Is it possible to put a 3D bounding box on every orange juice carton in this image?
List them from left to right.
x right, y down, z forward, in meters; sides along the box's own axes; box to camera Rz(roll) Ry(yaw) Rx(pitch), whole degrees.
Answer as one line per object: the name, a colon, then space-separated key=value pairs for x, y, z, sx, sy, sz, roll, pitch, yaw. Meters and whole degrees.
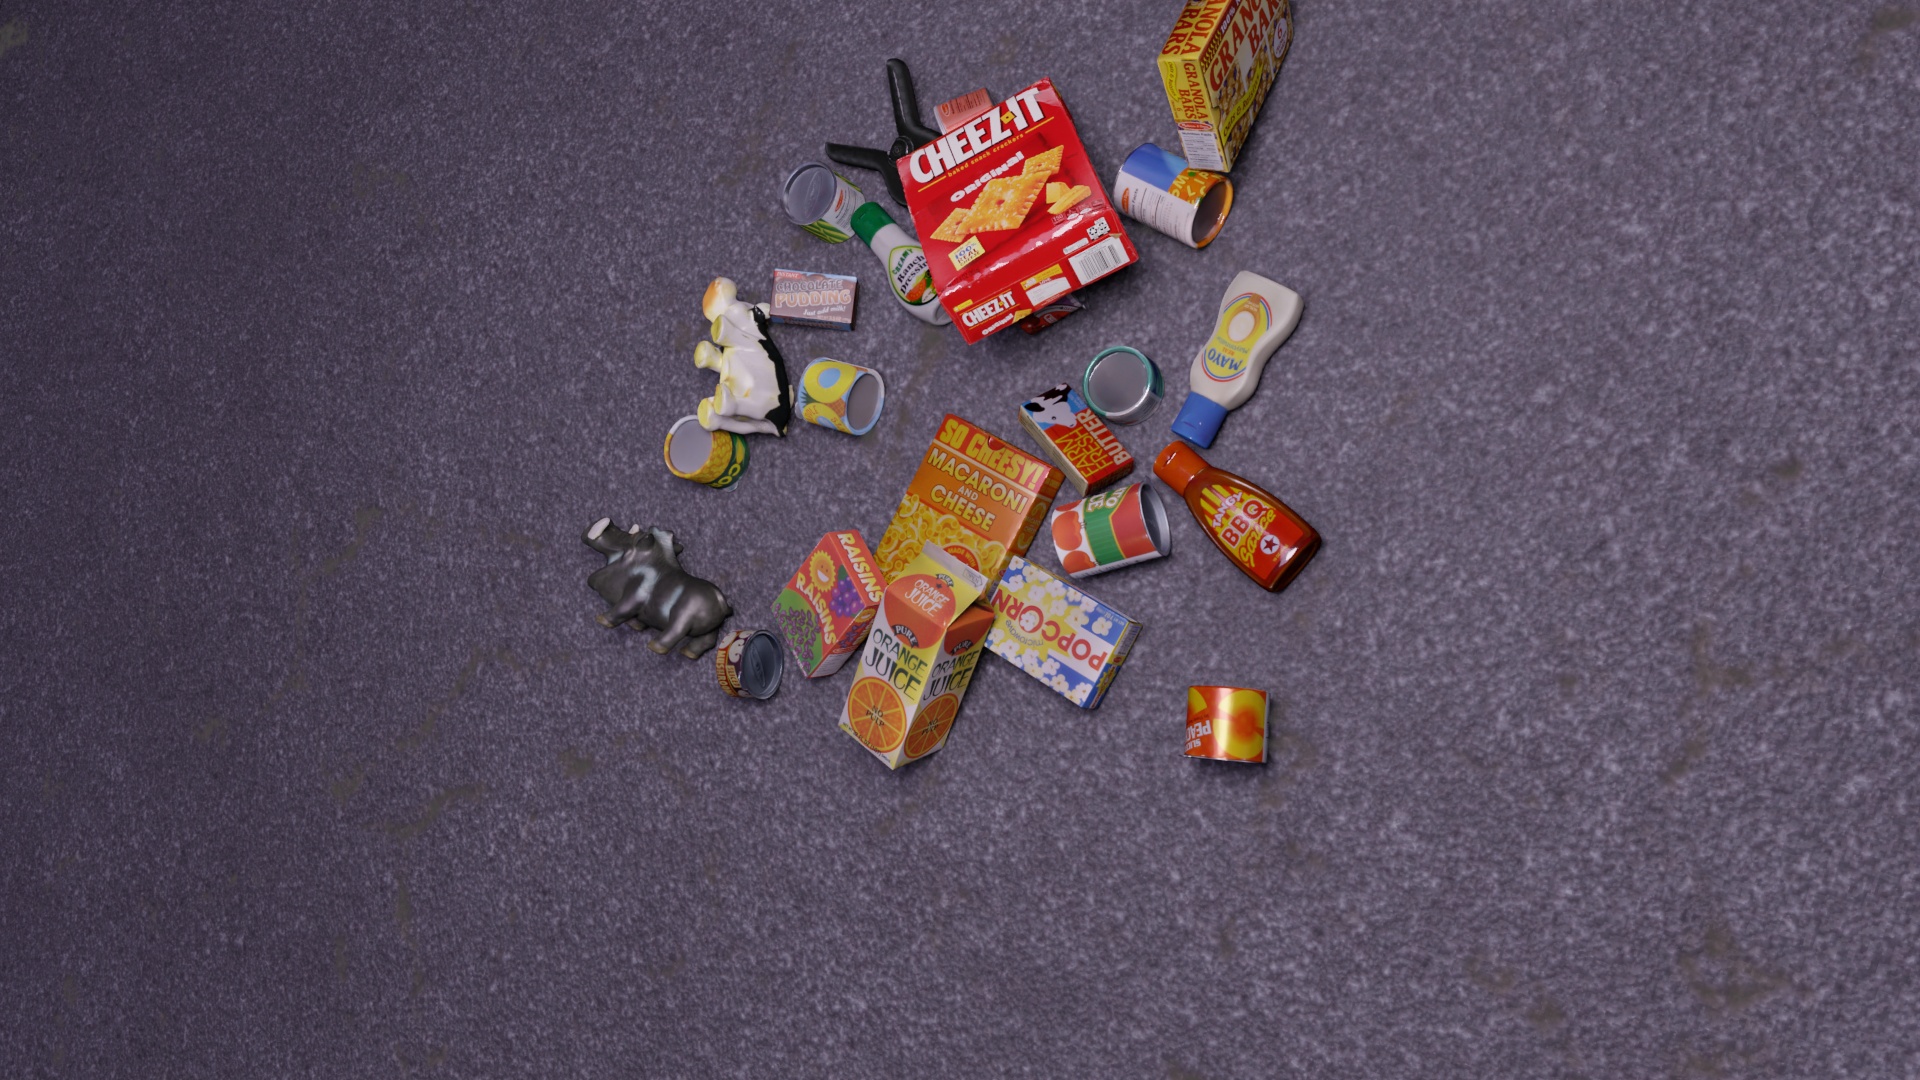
orange juice carton: x=-0.033 y=0.097 z=1.210 sx=0.072 sy=0.073 sz=0.191 roll=34 pitch=118 yaw=28

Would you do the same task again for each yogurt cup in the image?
yogurt cup: x=0.013 y=-0.394 z=1.321 sx=0.054 sy=0.072 sz=0.072 roll=-25 pitch=70 yaw=13

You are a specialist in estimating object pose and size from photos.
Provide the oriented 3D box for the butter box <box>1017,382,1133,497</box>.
butter box: x=0.101 y=-0.089 z=1.224 sx=0.053 sy=0.024 sz=0.104 roll=-29 pitch=63 yaw=-20

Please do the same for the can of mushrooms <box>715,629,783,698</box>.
can of mushrooms: x=-0.203 y=0.119 z=1.330 sx=0.033 sy=0.071 sz=0.071 roll=-2 pitch=80 yaw=29

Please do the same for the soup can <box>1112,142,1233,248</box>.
soup can: x=0.187 y=-0.302 z=1.211 sx=0.084 sy=0.071 sz=0.071 roll=33 pitch=97 yaw=28

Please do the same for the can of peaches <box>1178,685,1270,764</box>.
can of peaches: x=0.211 y=0.147 z=1.109 sx=0.071 sy=0.071 sz=0.058 roll=1 pitch=80 yaw=28

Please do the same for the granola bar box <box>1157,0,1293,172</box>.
granola bar box: x=0.224 y=-0.409 z=1.149 sx=0.039 sy=0.123 sz=0.166 roll=14 pitch=66 yaw=30

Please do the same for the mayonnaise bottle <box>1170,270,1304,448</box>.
mayonnaise bottle: x=0.229 y=-0.150 z=1.173 sx=0.065 sy=0.041 sz=0.148 roll=30 pitch=95 yaw=27

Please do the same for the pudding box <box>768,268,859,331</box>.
pudding box: x=-0.144 y=-0.238 z=1.373 sx=0.084 sy=0.030 sz=0.049 roll=7 pitch=83 yaw=1

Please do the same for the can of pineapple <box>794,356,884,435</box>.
can of pineapple: x=-0.115 y=-0.137 z=1.335 sx=0.058 sy=0.071 sz=0.071 roll=17 pitch=89 yaw=29

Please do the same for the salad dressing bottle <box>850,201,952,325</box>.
salad dressing bottle: x=-0.052 y=-0.270 z=1.341 sx=0.064 sy=0.044 sz=0.148 roll=-46 pitch=63 yaw=12

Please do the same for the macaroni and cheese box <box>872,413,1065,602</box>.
macaroni and cheese box: x=0.005 y=-0.016 z=1.265 sx=0.124 sy=0.040 sz=0.166 roll=30 pitch=95 yaw=28

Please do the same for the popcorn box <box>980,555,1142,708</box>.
popcorn box: x=0.083 y=0.079 z=1.207 sx=0.127 sy=0.038 sz=0.085 roll=30 pitch=96 yaw=29

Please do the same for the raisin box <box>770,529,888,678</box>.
raisin box: x=-0.119 y=0.060 z=1.291 sx=0.122 sy=0.040 sz=0.086 roll=-50 pitch=59 yaw=39

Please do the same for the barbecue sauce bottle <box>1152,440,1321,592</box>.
barbecue sauce bottle: x=0.224 y=-0.025 z=1.150 sx=0.149 sy=0.043 sz=0.064 roll=44 pitch=103 yaw=27

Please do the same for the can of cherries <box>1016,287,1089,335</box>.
can of cherries: x=0.074 y=-0.225 z=1.254 sx=0.058 sy=0.071 sz=0.071 roll=-28 pitch=69 yaw=21

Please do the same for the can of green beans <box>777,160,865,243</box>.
can of green beans: x=-0.137 y=-0.338 z=1.390 sx=0.071 sy=0.058 sz=0.071 roll=-5 pitch=78 yaw=27

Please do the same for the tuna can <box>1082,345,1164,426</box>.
tuna can: x=0.142 y=-0.138 z=1.221 sx=0.071 sy=0.033 sz=0.071 roll=-5 pitch=79 yaw=26

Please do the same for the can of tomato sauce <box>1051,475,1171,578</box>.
can of tomato sauce: x=0.128 y=-0.010 z=1.184 sx=0.083 sy=0.071 sz=0.071 roll=-17 pitch=73 yaw=25

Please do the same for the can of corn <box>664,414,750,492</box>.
can of corn: x=-0.256 y=-0.087 z=1.404 sx=0.071 sy=0.058 sz=0.071 roll=-5 pitch=78 yaw=27
